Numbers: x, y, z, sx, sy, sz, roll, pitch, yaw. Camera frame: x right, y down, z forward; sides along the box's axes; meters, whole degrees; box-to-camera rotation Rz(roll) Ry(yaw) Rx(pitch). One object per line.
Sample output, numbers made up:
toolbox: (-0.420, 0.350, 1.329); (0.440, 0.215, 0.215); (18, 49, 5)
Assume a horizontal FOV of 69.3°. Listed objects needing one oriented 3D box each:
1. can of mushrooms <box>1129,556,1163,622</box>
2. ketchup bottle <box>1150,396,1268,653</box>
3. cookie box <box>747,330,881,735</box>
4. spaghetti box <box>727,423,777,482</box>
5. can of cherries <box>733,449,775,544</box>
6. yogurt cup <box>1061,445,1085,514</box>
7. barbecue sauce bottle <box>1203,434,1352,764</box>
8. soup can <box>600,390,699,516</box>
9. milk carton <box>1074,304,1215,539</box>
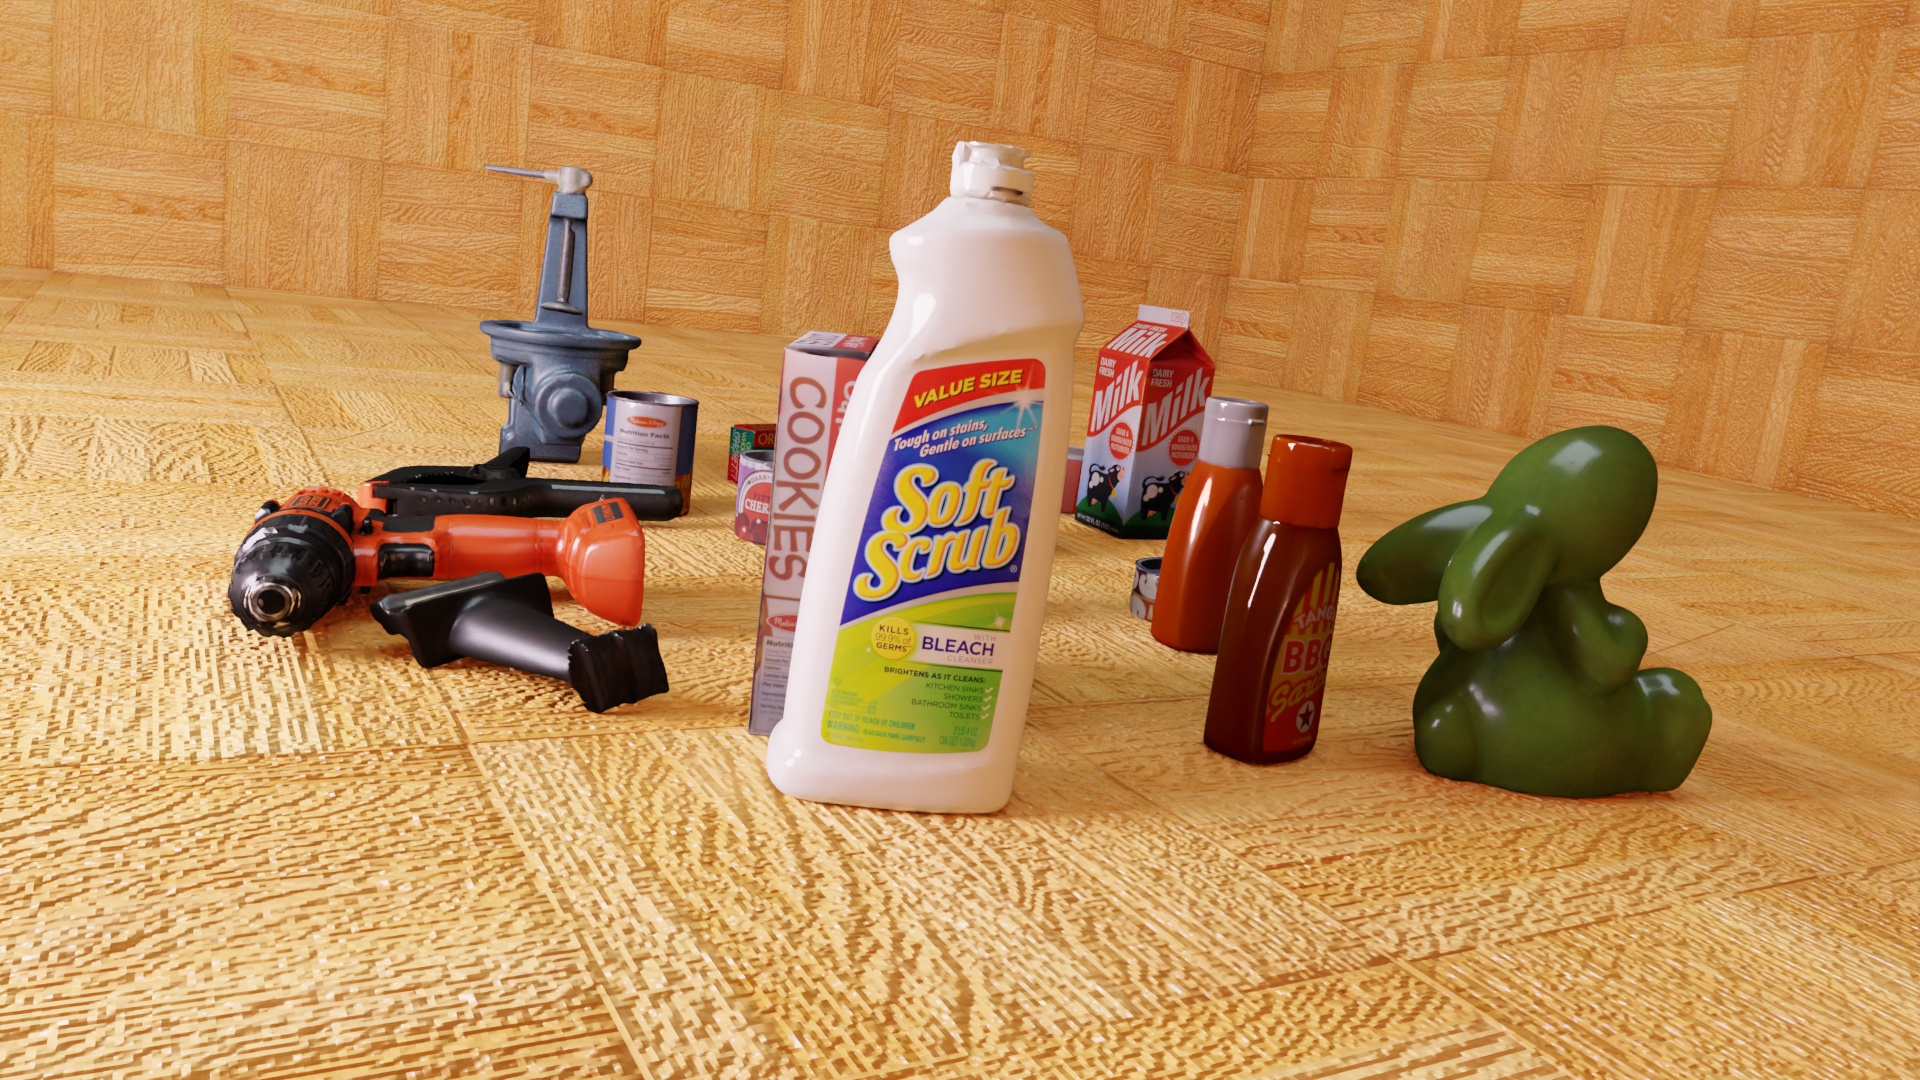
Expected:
can of mushrooms: (0.143, 0.034, 0.893); (0.071, 0.033, 0.071); (7, 11, -1)
ketchup bottle: (0.153, -0.009, 0.822); (0.065, 0.148, 0.043); (1, 13, -32)
cookie box: (-0.064, -0.009, 0.635); (0.040, 0.167, 0.123); (7, 11, -3)
spaghetti box: (-0.108, -0.081, 1.258); (0.029, 0.050, 0.251); (16, 14, 37)
can of cherries: (-0.125, -0.030, 0.975); (0.071, 0.058, 0.071); (7, 11, -1)
yogurt cup: (0.095, -0.055, 1.252); (0.072, 0.053, 0.072); (7, 11, -1)
barbecue sauce bottle: (0.150, 0.026, 0.645); (0.044, 0.148, 0.065); (17, 15, 42)
soup can: (-0.228, -0.064, 1.017); (0.071, 0.083, 0.071); (7, 11, -1)
milk carton: (0.157, -0.100, 1.168); (0.073, 0.190, 0.072); (1, 13, -31)
